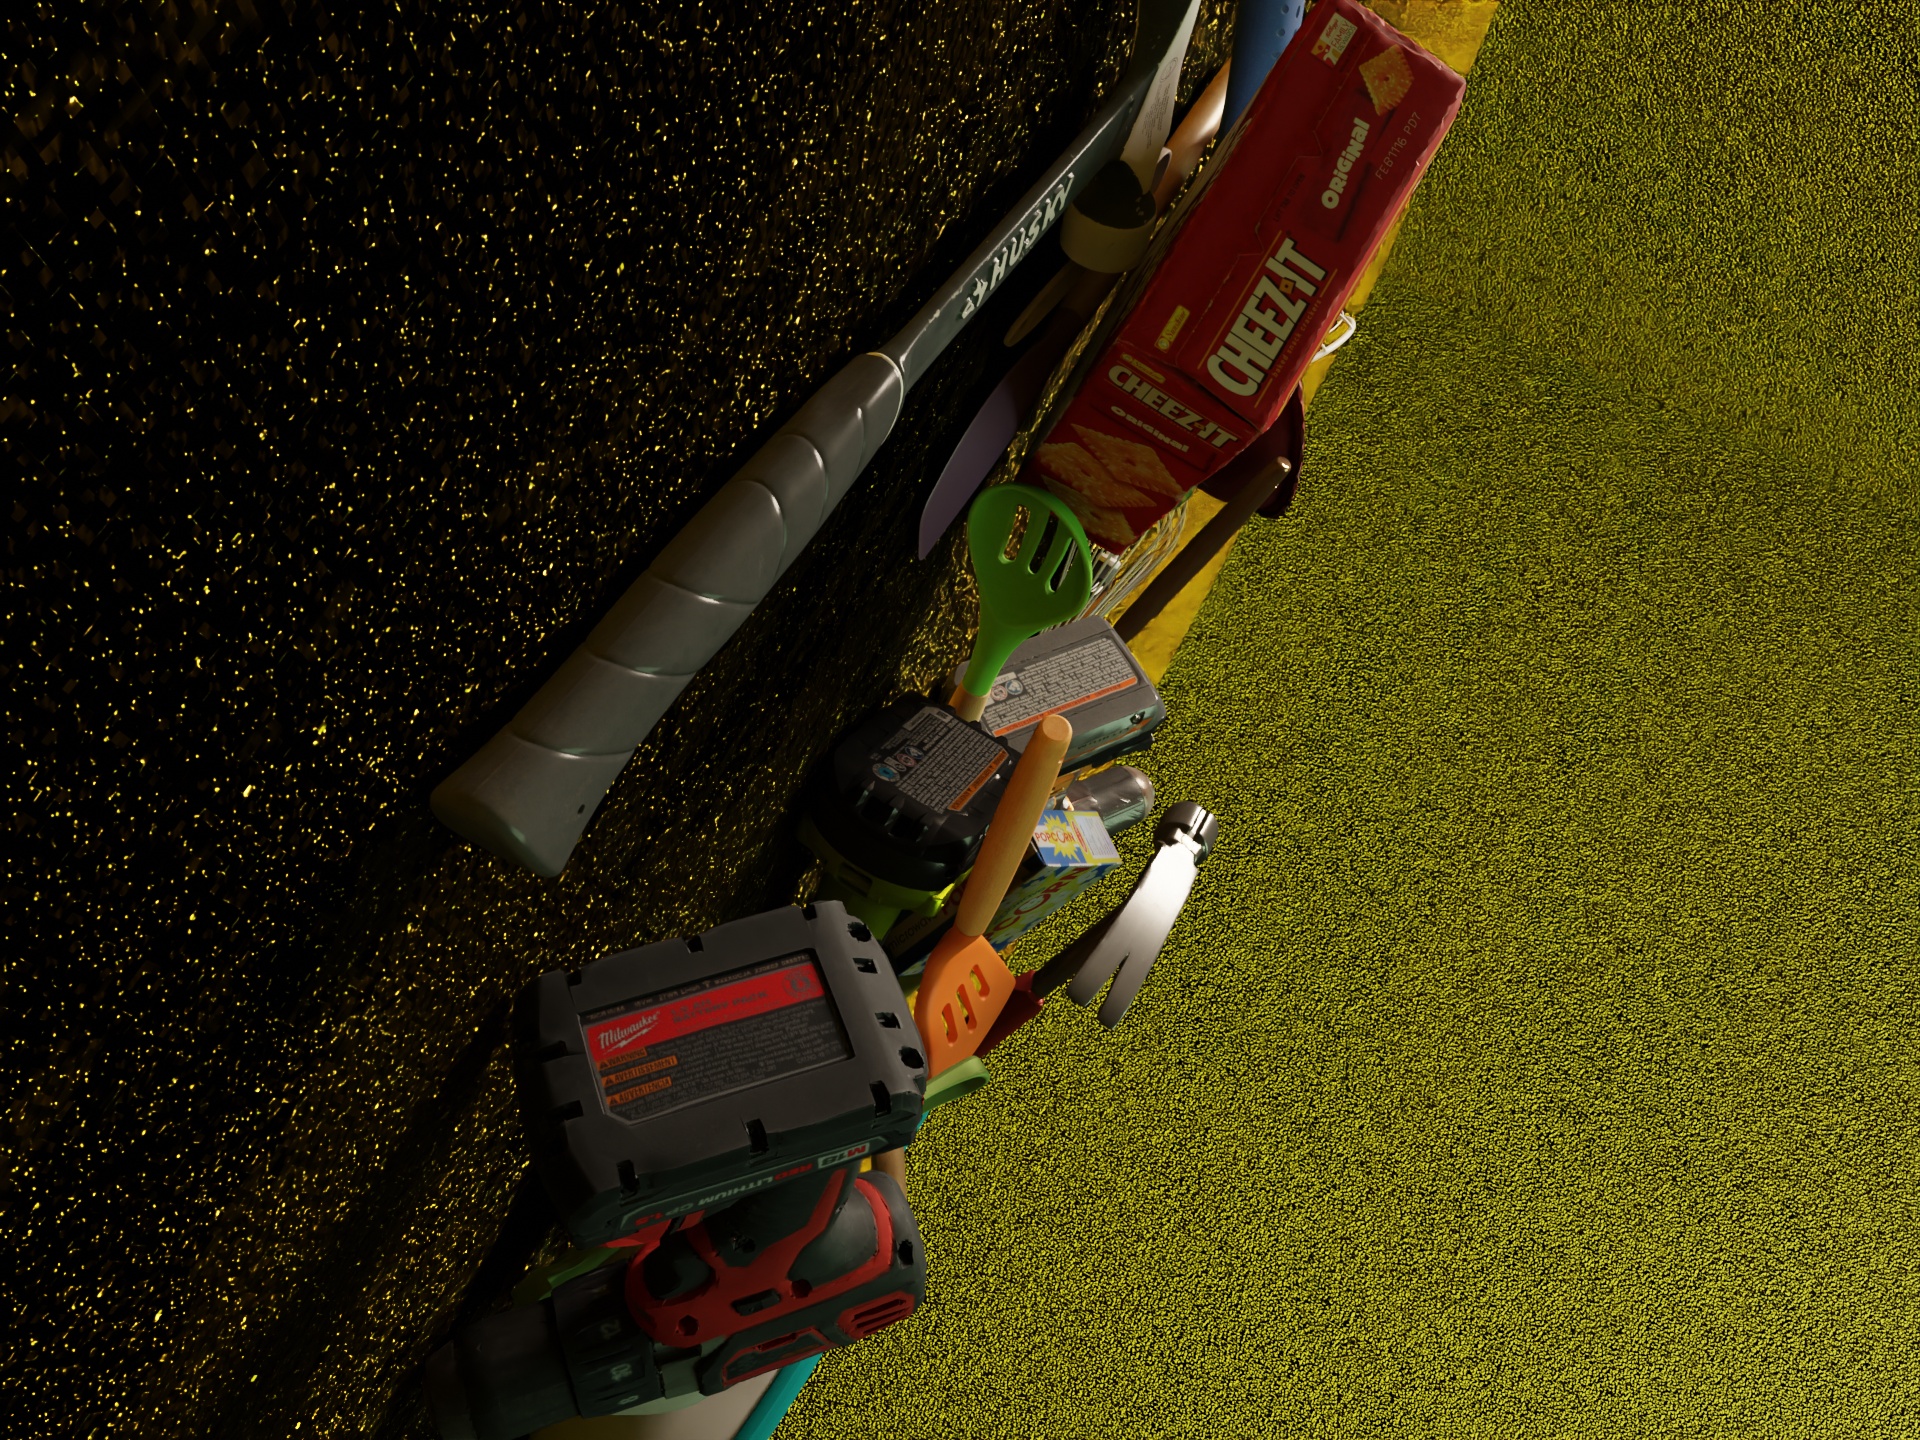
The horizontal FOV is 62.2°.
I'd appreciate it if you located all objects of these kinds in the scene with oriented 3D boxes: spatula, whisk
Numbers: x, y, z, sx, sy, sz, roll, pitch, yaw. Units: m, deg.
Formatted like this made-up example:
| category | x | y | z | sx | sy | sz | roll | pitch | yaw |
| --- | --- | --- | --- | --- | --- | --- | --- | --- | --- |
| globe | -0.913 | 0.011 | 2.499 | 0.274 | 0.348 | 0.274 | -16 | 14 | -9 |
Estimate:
| category | x | y | z | sx | sy | sz | roll | pitch | yaw |
| --- | --- | --- | --- | --- | --- | --- | --- | --- | --- |
| spatula | 0.017 | 0.085 | 0.705 | 0.081 | 0.041 | 0.322 | -51 | 169 | -29 |
| spatula | 0.061 | -0.199 | 0.712 | 0.316 | 0.018 | 0.059 | -58 | 170 | -24 |
| spatula | 0.131 | -0.066 | 1.085 | 0.082 | 0.044 | 0.317 | -46 | 178 | -46 |
| whisk | 0.063 | -0.054 | 1.062 | 0.284 | 0.070 | 0.070 | -57 | 171 | -5 |

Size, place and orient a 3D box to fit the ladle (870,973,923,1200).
| category | x | y | z | sx | sy | sz | roll | pitch | yaw |
| --- | --- | --- | --- | --- | --- | --- | --- | --- | --- |
| ladle | -0.034 | 0.200 | 0.884 | 0.078 | 0.062 | 0.320 | -51 | -164 | 12 |

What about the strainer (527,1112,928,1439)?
| category | x | y | z | sx | sy | sz | roll | pitch | yaw |
| --- | --- | --- | --- | --- | --- | --- | --- | --- | --- |
| strainer | -0.126 | 0.304 | 0.854 | 0.211 | 0.095 | 0.340 | -52 | 179 | 43 |

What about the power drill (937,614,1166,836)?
| category | x | y | z | sx | sy | sz | roll | pitch | yaw |
| --- | --- | --- | --- | --- | --- | --- | --- | --- | --- |
| power drill | 0.058 | 0.033 | 0.984 | 0.185 | 0.084 | 0.226 | -21 | 153 | -22 |

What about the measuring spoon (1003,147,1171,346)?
| category | x | y | z | sx | sy | sz | roll | pitch | yaw |
| --- | --- | --- | --- | --- | --- | --- | --- | --- | --- |
| measuring spoon | 0.050 | -0.201 | 0.669 | 0.124 | 0.018 | 0.034 | -52 | 173 | -22 |

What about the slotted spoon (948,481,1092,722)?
| category | x | y | z | sx | sy | sz | roll | pitch | yaw |
| --- | --- | --- | --- | --- | --- | --- | --- | --- | --- |
| slotted spoon | -0.001 | -0.003 | 0.818 | 0.031 | 0.070 | 0.313 | -41 | 163 | -43 |

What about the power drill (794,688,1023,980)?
| category | x | y | z | sx | sy | sz | roll | pitch | yaw |
| --- | --- | --- | --- | --- | --- | --- | --- | --- | --- |
| power drill | -0.050 | 0.104 | 0.799 | 0.228 | 0.080 | 0.190 | -64 | 171 | 26 |

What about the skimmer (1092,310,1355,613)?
| category | x | y | z | sx | sy | sz | roll | pitch | yaw |
| --- | --- | --- | --- | --- | --- | --- | --- | --- | --- |
| skimmer | 0.164 | -0.161 | 1.194 | 0.363 | 0.090 | 0.127 | -62 | -157 | 9 |

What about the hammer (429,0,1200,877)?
| category | x | y | z | sx | sy | sz | roll | pitch | yaw |
| --- | --- | --- | --- | --- | --- | --- | --- | --- | --- |
| hammer | -0.017 | -0.109 | 0.477 | 0.409 | 0.036 | 0.149 | -56 | 168 | -36 |

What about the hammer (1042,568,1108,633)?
| category | x | y | z | sx | sy | sz | roll | pitch | yaw |
| --- | --- | --- | --- | --- | --- | --- | --- | --- | --- |
| hammer | 0.023 | 0.044 | 1.174 | 0.337 | 0.034 | 0.127 | -64 | 170 | 8 |

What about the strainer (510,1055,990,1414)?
| category | x | y | z | sx | sy | sz | roll | pitch | yaw |
| --- | --- | --- | --- | --- | --- | --- | --- | --- | --- |
| strainer | -0.077 | 0.236 | 0.716 | 0.256 | 0.069 | 0.151 | -25 | 152 | -29 |

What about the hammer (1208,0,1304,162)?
| category | x | y | z | sx | sy | sz | roll | pitch | yaw |
| --- | --- | --- | --- | --- | --- | --- | --- | --- | --- |
| hammer | 0.127 | -0.333 | 0.568 | 0.144 | 0.035 | 0.405 | -61 | 168 | -14 |

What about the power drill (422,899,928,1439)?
| category | x | y | z | sx | sy | sz | roll | pitch | yaw |
| --- | --- | --- | --- | --- | --- | --- | --- | --- | --- |
| power drill | -0.100 | 0.172 | 0.542 | 0.188 | 0.080 | 0.226 | -14 | 141 | -17 |

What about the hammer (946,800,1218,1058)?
| category | x | y | z | sx | sy | sz | roll | pitch | yaw |
| --- | --- | --- | --- | --- | --- | --- | --- | --- | --- |
| hammer | 0.024 | 0.178 | 0.938 | 0.149 | 0.036 | 0.359 | -52 | -178 | -41 |
